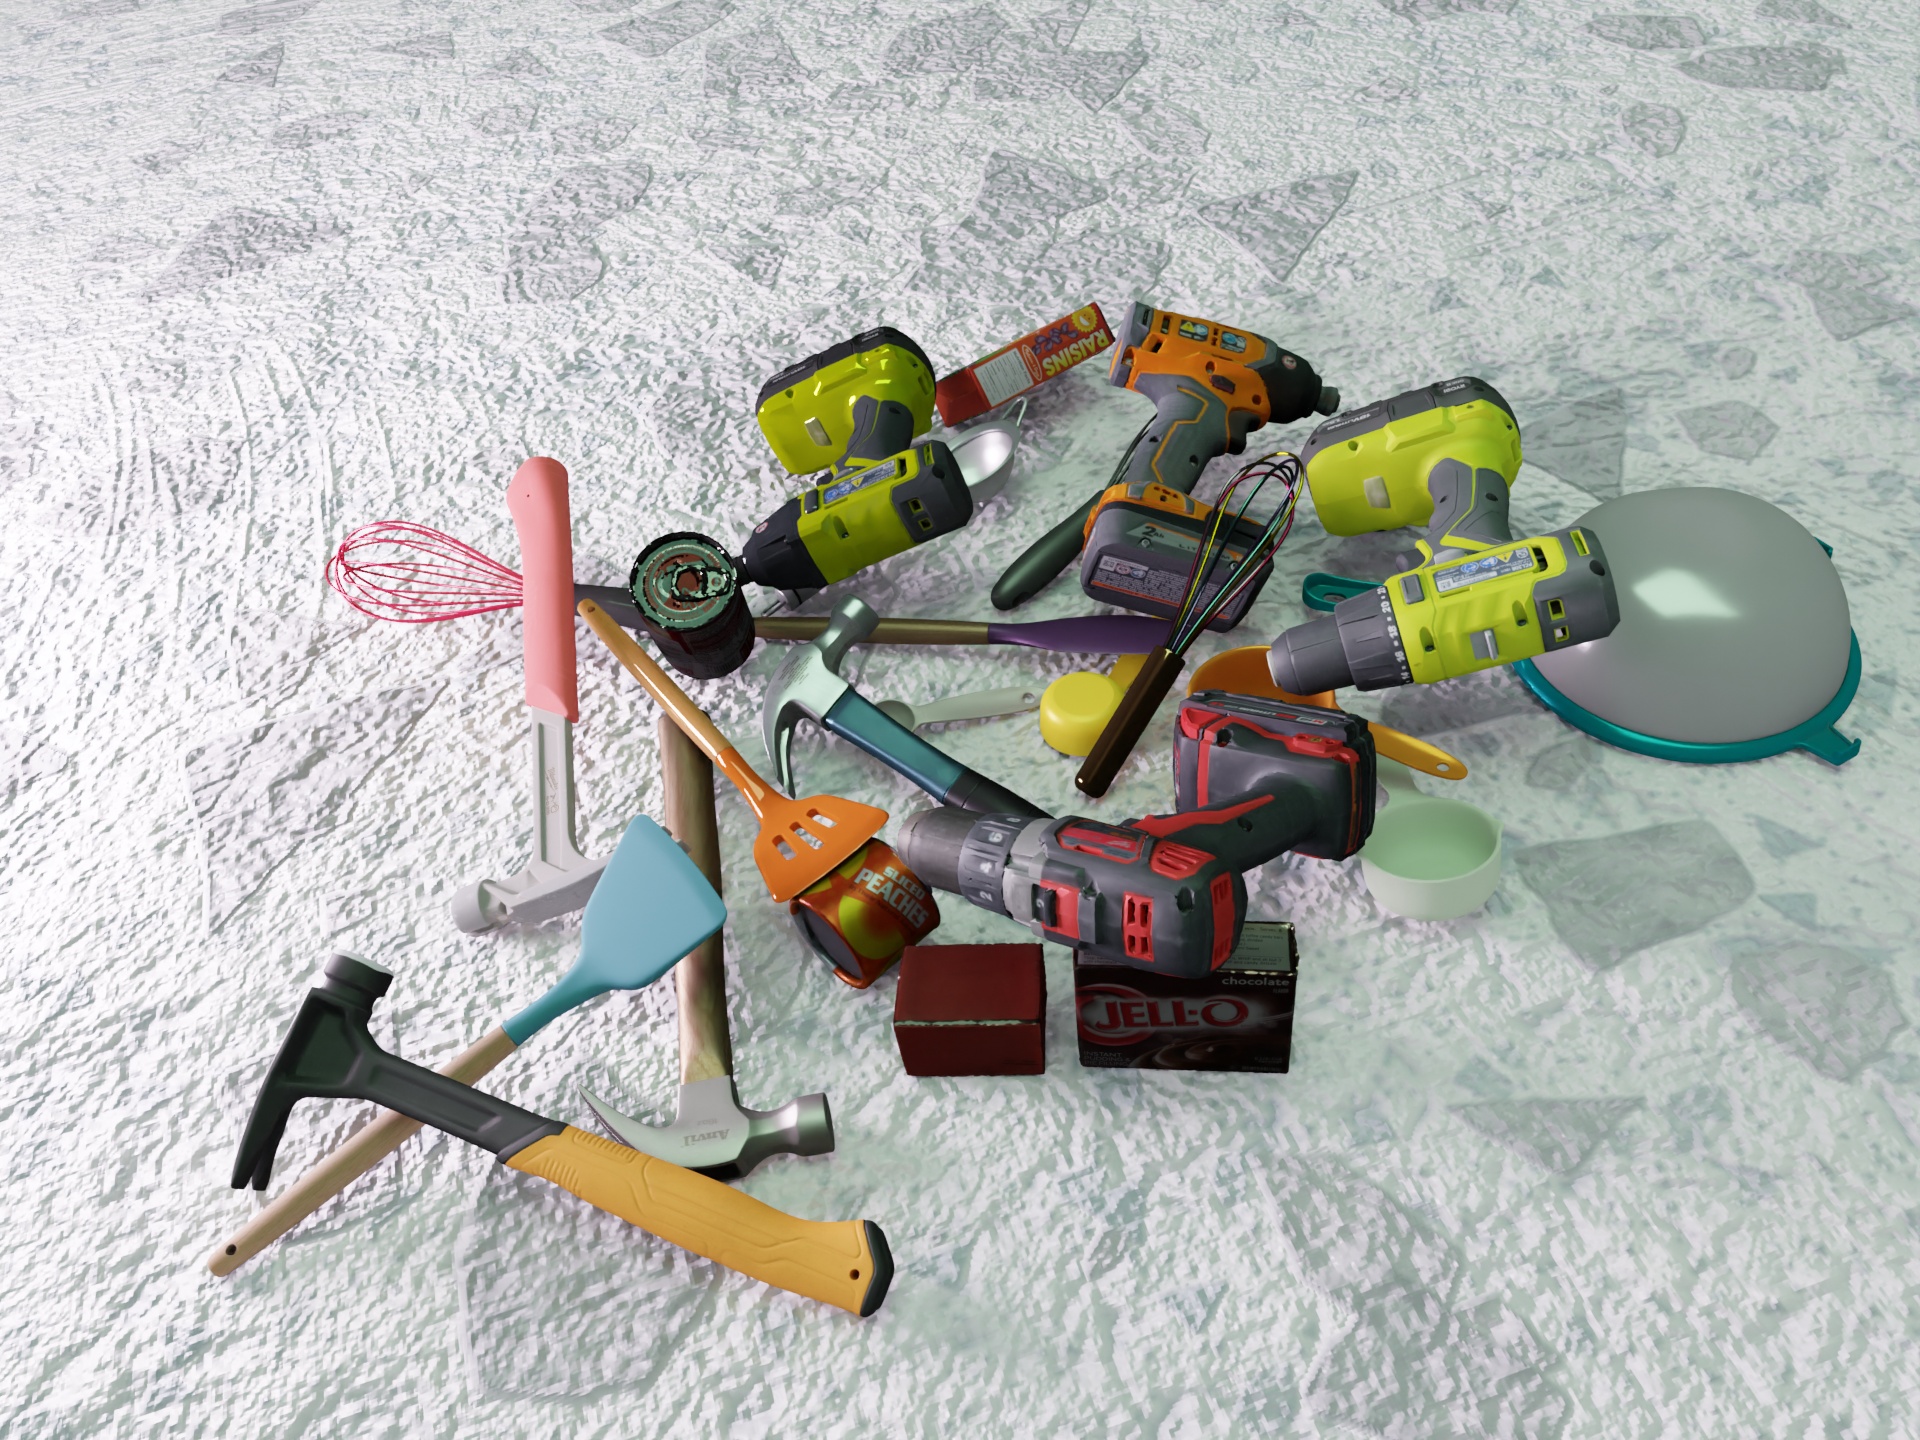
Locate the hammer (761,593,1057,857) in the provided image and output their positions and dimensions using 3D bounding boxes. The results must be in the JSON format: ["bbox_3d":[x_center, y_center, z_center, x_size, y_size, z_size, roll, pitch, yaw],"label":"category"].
[{"bbox_3d":[0.010,0.046,0.952,0.331,0.033,0.128,33,76,28],"label":"hammer"}]

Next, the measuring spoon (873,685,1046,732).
[{"bbox_3d":[-0.002,-0.003,1.032,0.124,0.018,0.034,-10,55,-10],"label":"measuring spoon"}]

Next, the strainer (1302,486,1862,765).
[{"bbox_3d":[0.389,-0.089,0.996,0.340,0.095,0.211,8,49,14],"label":"strainer"}]

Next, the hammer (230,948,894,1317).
[{"bbox_3d":[-0.195,0.227,0.792,0.337,0.034,0.127,18,73,11],"label":"hammer"}]

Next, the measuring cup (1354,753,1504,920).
[{"bbox_3d":[0.260,0.057,0.926,0.083,0.038,0.168,-12,29,3],"label":"measuring cup"}]

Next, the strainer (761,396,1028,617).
[{"bbox_3d":[-0.041,-0.147,1.154,0.258,0.050,0.087,-37,32,-17],"label":"strainer"}]

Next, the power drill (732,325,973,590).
[{"bbox_3d":[-0.085,-0.182,1.133,0.171,0.080,0.223,-21,37,11],"label":"power drill"}]

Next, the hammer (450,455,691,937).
[{"bbox_3d":[-0.257,-0.038,1.026,0.149,0.036,0.359,-22,53,14],"label":"hammer"}]

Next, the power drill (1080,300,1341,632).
[{"bbox_3d":[0.173,-0.177,1.085,0.164,0.084,0.227,14,61,-2],"label":"power drill"}]

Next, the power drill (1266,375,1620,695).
[{"bbox_3d":[0.276,-0.106,0.971,0.190,0.080,0.229,-16,37,17],"label":"power drill"}]

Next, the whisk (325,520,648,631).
[{"bbox_3d":[-0.315,-0.093,1.134,0.296,0.073,0.073,9,49,8],"label":"whisk"}]

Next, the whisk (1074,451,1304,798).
[{"bbox_3d":[0.139,-0.060,0.979,0.047,0.051,0.245,31,88,21],"label":"whisk"}]

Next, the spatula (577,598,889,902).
[{"bbox_3d":[-0.160,0.003,0.987,0.081,0.041,0.323,-38,53,-15],"label":"spatula"}]

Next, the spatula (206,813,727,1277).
[{"bbox_3d":[-0.265,0.180,0.845,0.317,0.044,0.082,-39,70,-13],"label":"spatula"}]

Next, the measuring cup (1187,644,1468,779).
[{"bbox_3d":[0.217,0.016,0.949,0.174,0.052,0.095,24,52,29],"label":"measuring cup"}]

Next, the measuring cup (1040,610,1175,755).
[{"bbox_3d":[0.105,-0.038,1.035,0.062,0.029,0.156,22,53,26],"label":"measuring cup"}]

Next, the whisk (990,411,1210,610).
[{"bbox_3d":[0.104,-0.153,1.138,0.055,0.055,0.239,32,63,32],"label":"whisk"}]

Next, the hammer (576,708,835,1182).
[{"bbox_3d":[-0.156,0.116,0.927,0.130,0.031,0.332,-11,46,-3],"label":"hammer"}]

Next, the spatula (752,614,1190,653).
[{"bbox_3d":[-0.004,-0.060,1.068,0.316,0.018,0.060,2,28,16],"label":"spatula"}]

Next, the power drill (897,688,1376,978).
[{"bbox_3d":[0.097,0.054,0.833,0.188,0.080,0.226,11,24,37],"label":"power drill"}]
